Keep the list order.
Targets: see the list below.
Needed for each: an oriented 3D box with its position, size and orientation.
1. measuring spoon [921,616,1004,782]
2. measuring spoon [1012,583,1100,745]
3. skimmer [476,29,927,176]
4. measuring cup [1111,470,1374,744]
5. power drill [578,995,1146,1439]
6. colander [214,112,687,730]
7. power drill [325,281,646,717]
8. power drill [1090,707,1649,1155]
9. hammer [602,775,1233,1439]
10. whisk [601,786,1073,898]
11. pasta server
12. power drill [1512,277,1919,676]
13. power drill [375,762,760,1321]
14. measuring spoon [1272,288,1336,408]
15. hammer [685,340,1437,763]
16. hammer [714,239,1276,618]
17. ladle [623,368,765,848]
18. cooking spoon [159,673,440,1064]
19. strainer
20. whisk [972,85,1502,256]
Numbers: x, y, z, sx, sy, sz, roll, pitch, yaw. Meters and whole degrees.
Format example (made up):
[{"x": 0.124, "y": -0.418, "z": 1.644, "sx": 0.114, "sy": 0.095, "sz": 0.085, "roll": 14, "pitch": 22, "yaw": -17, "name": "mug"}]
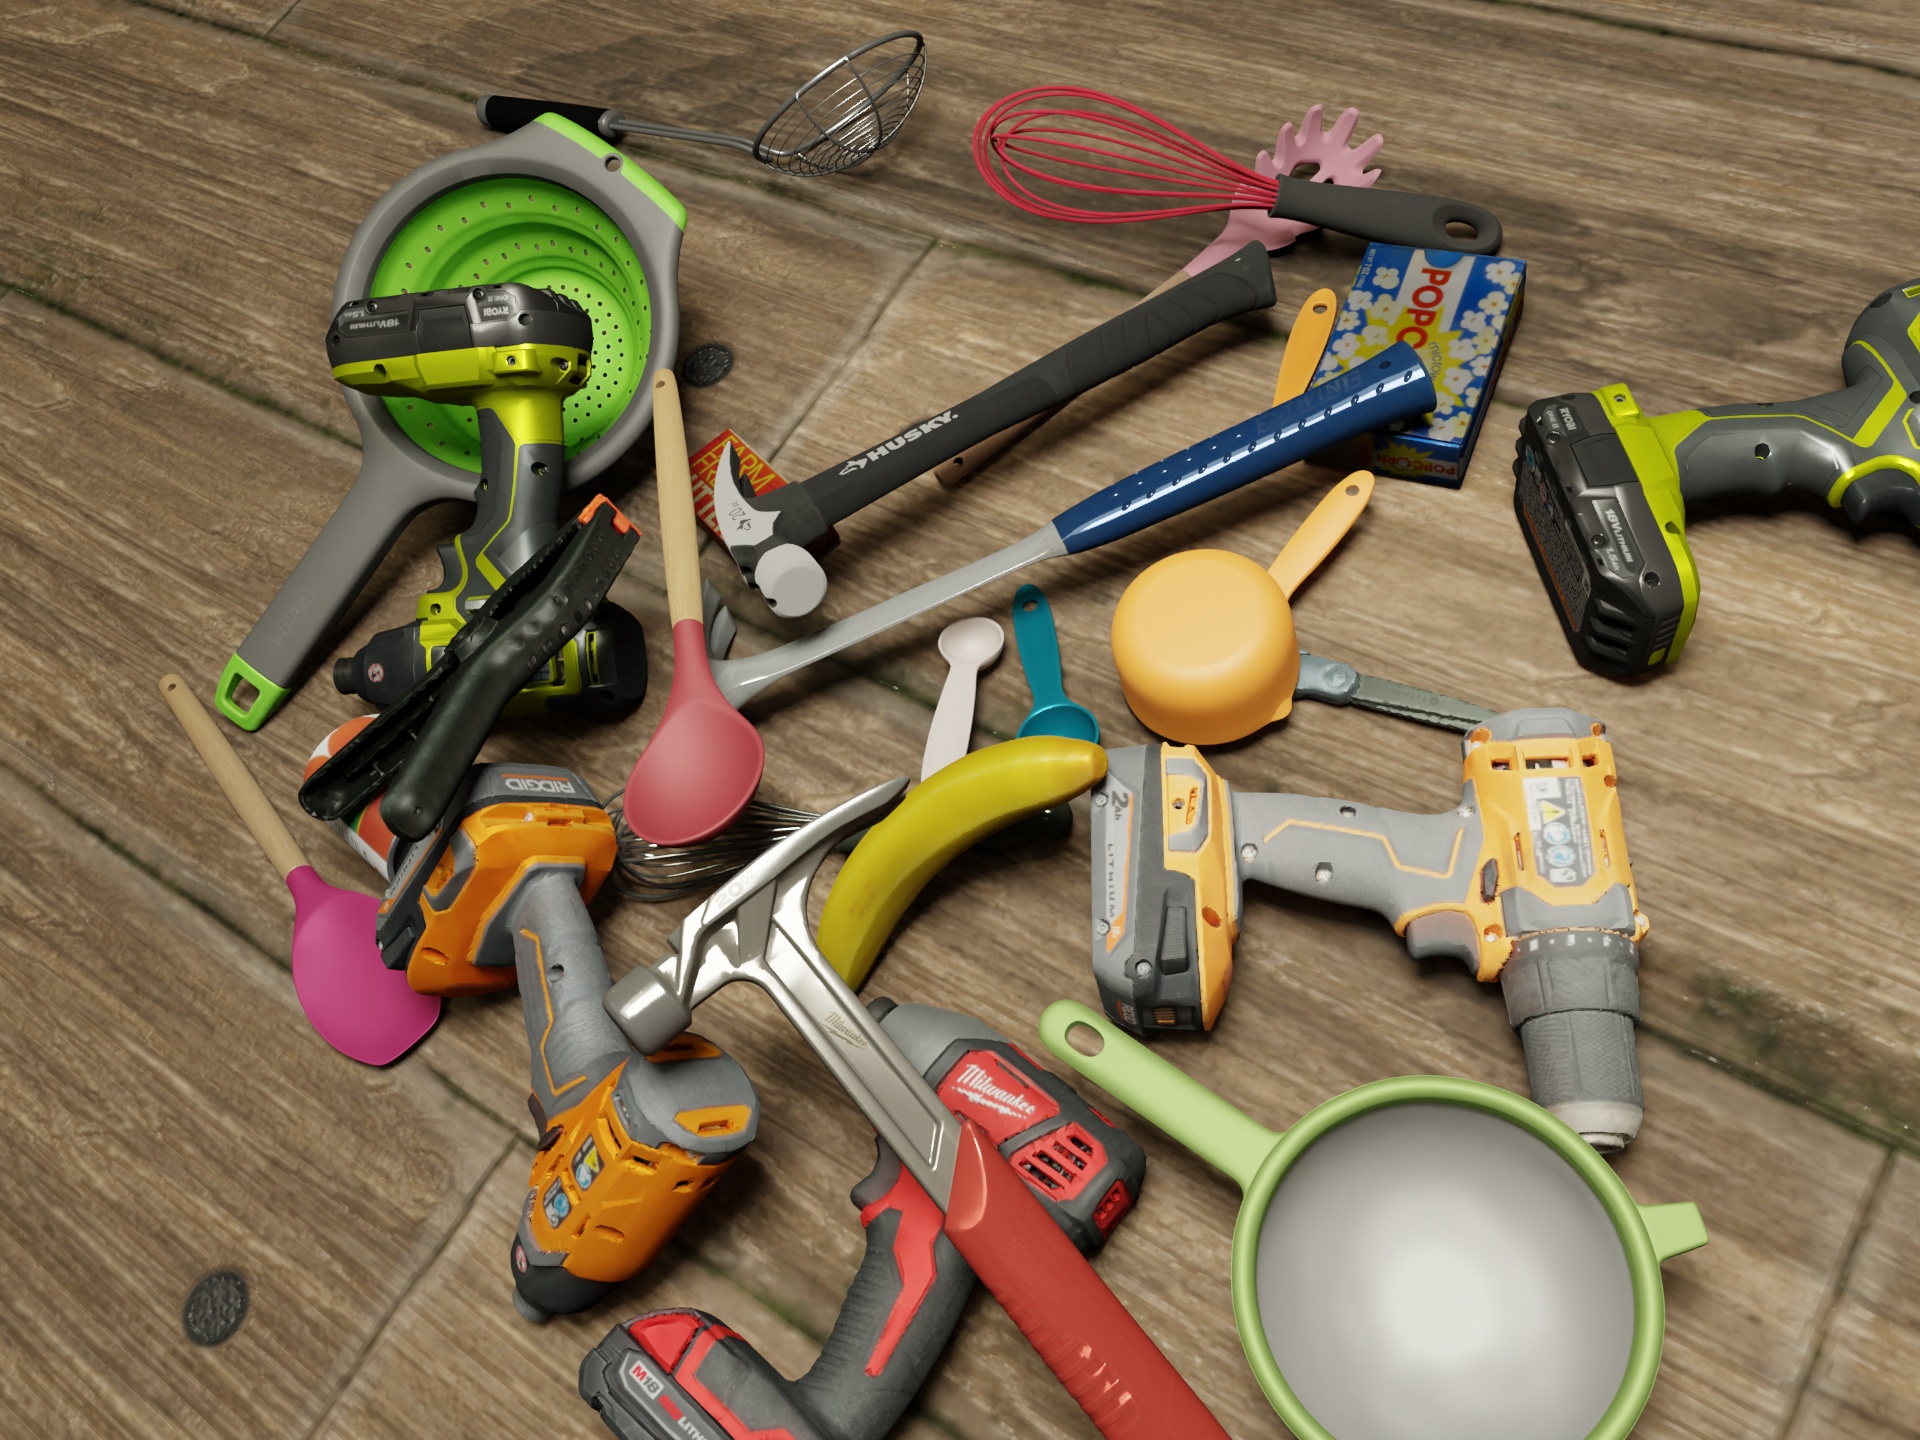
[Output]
[{"x": -0.001, "y": -0.003, "z": 0.797, "sx": 0.034, "sy": 0.018, "sz": 0.124, "roll": 2, "pitch": 50, "yaw": 13, "name": "measuring spoon"}, {"x": 0.045, "y": -0.019, "z": 0.810, "sx": 0.042, "sy": 0.021, "sz": 0.129, "roll": -15, "pitch": 49, "yaw": 8, "name": "measuring spoon"}, {"x": -0.189, "y": -0.423, "z": 1.062, "sx": 0.363, "sy": 0.090, "sz": 0.127, "roll": 17, "pitch": 34, "yaw": 26, "name": "skimmer"}, {"x": 0.143, "y": -0.069, "z": 0.763, "sx": 0.095, "sy": 0.052, "sz": 0.173, "roll": 36, "pitch": 79, "yaw": 30, "name": "measuring cup"}, {"x": -0.041, "y": 0.222, "z": 0.659, "sx": 0.143, "sy": 0.078, "sz": 0.220, "roll": 35, "pitch": 72, "yaw": 28, "name": "power drill"}, {"x": -0.304, "y": -0.160, "z": 0.948, "sx": 0.204, "sy": 0.094, "sz": 0.397, "roll": 37, "pitch": 94, "yaw": 4, "name": "colander"}, {"x": -0.267, "y": -0.112, "z": 0.860, "sx": 0.171, "sy": 0.080, "sz": 0.223, "roll": -4, "pitch": 93, "yaw": 10, "name": "power drill"}, {"x": 0.171, "y": 0.090, "z": 0.674, "sx": 0.226, "sy": 0.084, "sz": 0.185, "roll": -3, "pitch": 62, "yaw": 9, "name": "power drill"}, {"x": 0.029, "y": 0.195, "z": 0.602, "sx": 0.149, "sy": 0.036, "sz": 0.359, "roll": -38, "pitch": 79, "yaw": -17, "name": "hammer"}, {"x": -0.067, "y": 0.055, "z": 0.783, "sx": 0.246, "sy": 0.058, "sz": 0.059, "roll": -4, "pitch": 94, "yaw": 10, "name": "whisk"}, {"x": 0.110, "y": -0.235, "z": 0.899, "sx": 0.316, "sy": 0.040, "sz": 0.060, "roll": -39, "pitch": 84, "yaw": -6, "name": "pasta server"}, {"x": 0.388, "y": -0.097, "z": 0.719, "sx": 0.228, "sy": 0.080, "sz": 0.191, "roll": -13, "pitch": 58, "yaw": 6, "name": "power drill"}, {"x": -0.189, "y": 0.148, "z": 0.721, "sx": 0.164, "sy": 0.084, "sz": 0.227, "roll": -54, "pitch": 53, "yaw": 26, "name": "power drill"}, {"x": 0.186, "y": -0.193, "z": 0.871, "sx": 0.021, "sy": 0.011, "sz": 0.117, "roll": 12, "pitch": 61, "yaw": 21, "name": "measuring spoon"}, {"x": 0.038, "y": -0.092, "z": 0.801, "sx": 0.405, "sy": 0.035, "sz": 0.144, "roll": -24, "pitch": 39, "yaw": 5, "name": "hammer"}, {"x": 0.023, "y": -0.170, "z": 0.844, "sx": 0.335, "sy": 0.035, "sz": 0.146, "roll": -29, "pitch": 38, "yaw": -8, "name": "hammer"}, {"x": -0.139, "y": -0.066, "z": 0.792, "sx": 0.069, "sy": 0.031, "sz": 0.316, "roll": -16, "pitch": 54, "yaw": 7, "name": "ladle"}, {"x": -0.373, "y": 0.069, "z": 0.873, "sx": 0.069, "sy": 0.017, "sz": 0.319, "roll": -41, "pitch": 59, "yaw": -10, "name": "cooking spoon"}, {"x": 0.139, "y": 0.192, "z": 0.624, "sx": 0.256, "sy": 0.069, "sz": 0.151, "roll": 31, "pitch": 75, "yaw": 26, "name": "strainer"}, {"x": 0.152, "y": -0.290, "z": 0.866, "sx": 0.296, "sy": 0.073, "sz": 0.073, "roll": 10, "pitch": 62, "yaw": -3, "name": "whisk"}]
